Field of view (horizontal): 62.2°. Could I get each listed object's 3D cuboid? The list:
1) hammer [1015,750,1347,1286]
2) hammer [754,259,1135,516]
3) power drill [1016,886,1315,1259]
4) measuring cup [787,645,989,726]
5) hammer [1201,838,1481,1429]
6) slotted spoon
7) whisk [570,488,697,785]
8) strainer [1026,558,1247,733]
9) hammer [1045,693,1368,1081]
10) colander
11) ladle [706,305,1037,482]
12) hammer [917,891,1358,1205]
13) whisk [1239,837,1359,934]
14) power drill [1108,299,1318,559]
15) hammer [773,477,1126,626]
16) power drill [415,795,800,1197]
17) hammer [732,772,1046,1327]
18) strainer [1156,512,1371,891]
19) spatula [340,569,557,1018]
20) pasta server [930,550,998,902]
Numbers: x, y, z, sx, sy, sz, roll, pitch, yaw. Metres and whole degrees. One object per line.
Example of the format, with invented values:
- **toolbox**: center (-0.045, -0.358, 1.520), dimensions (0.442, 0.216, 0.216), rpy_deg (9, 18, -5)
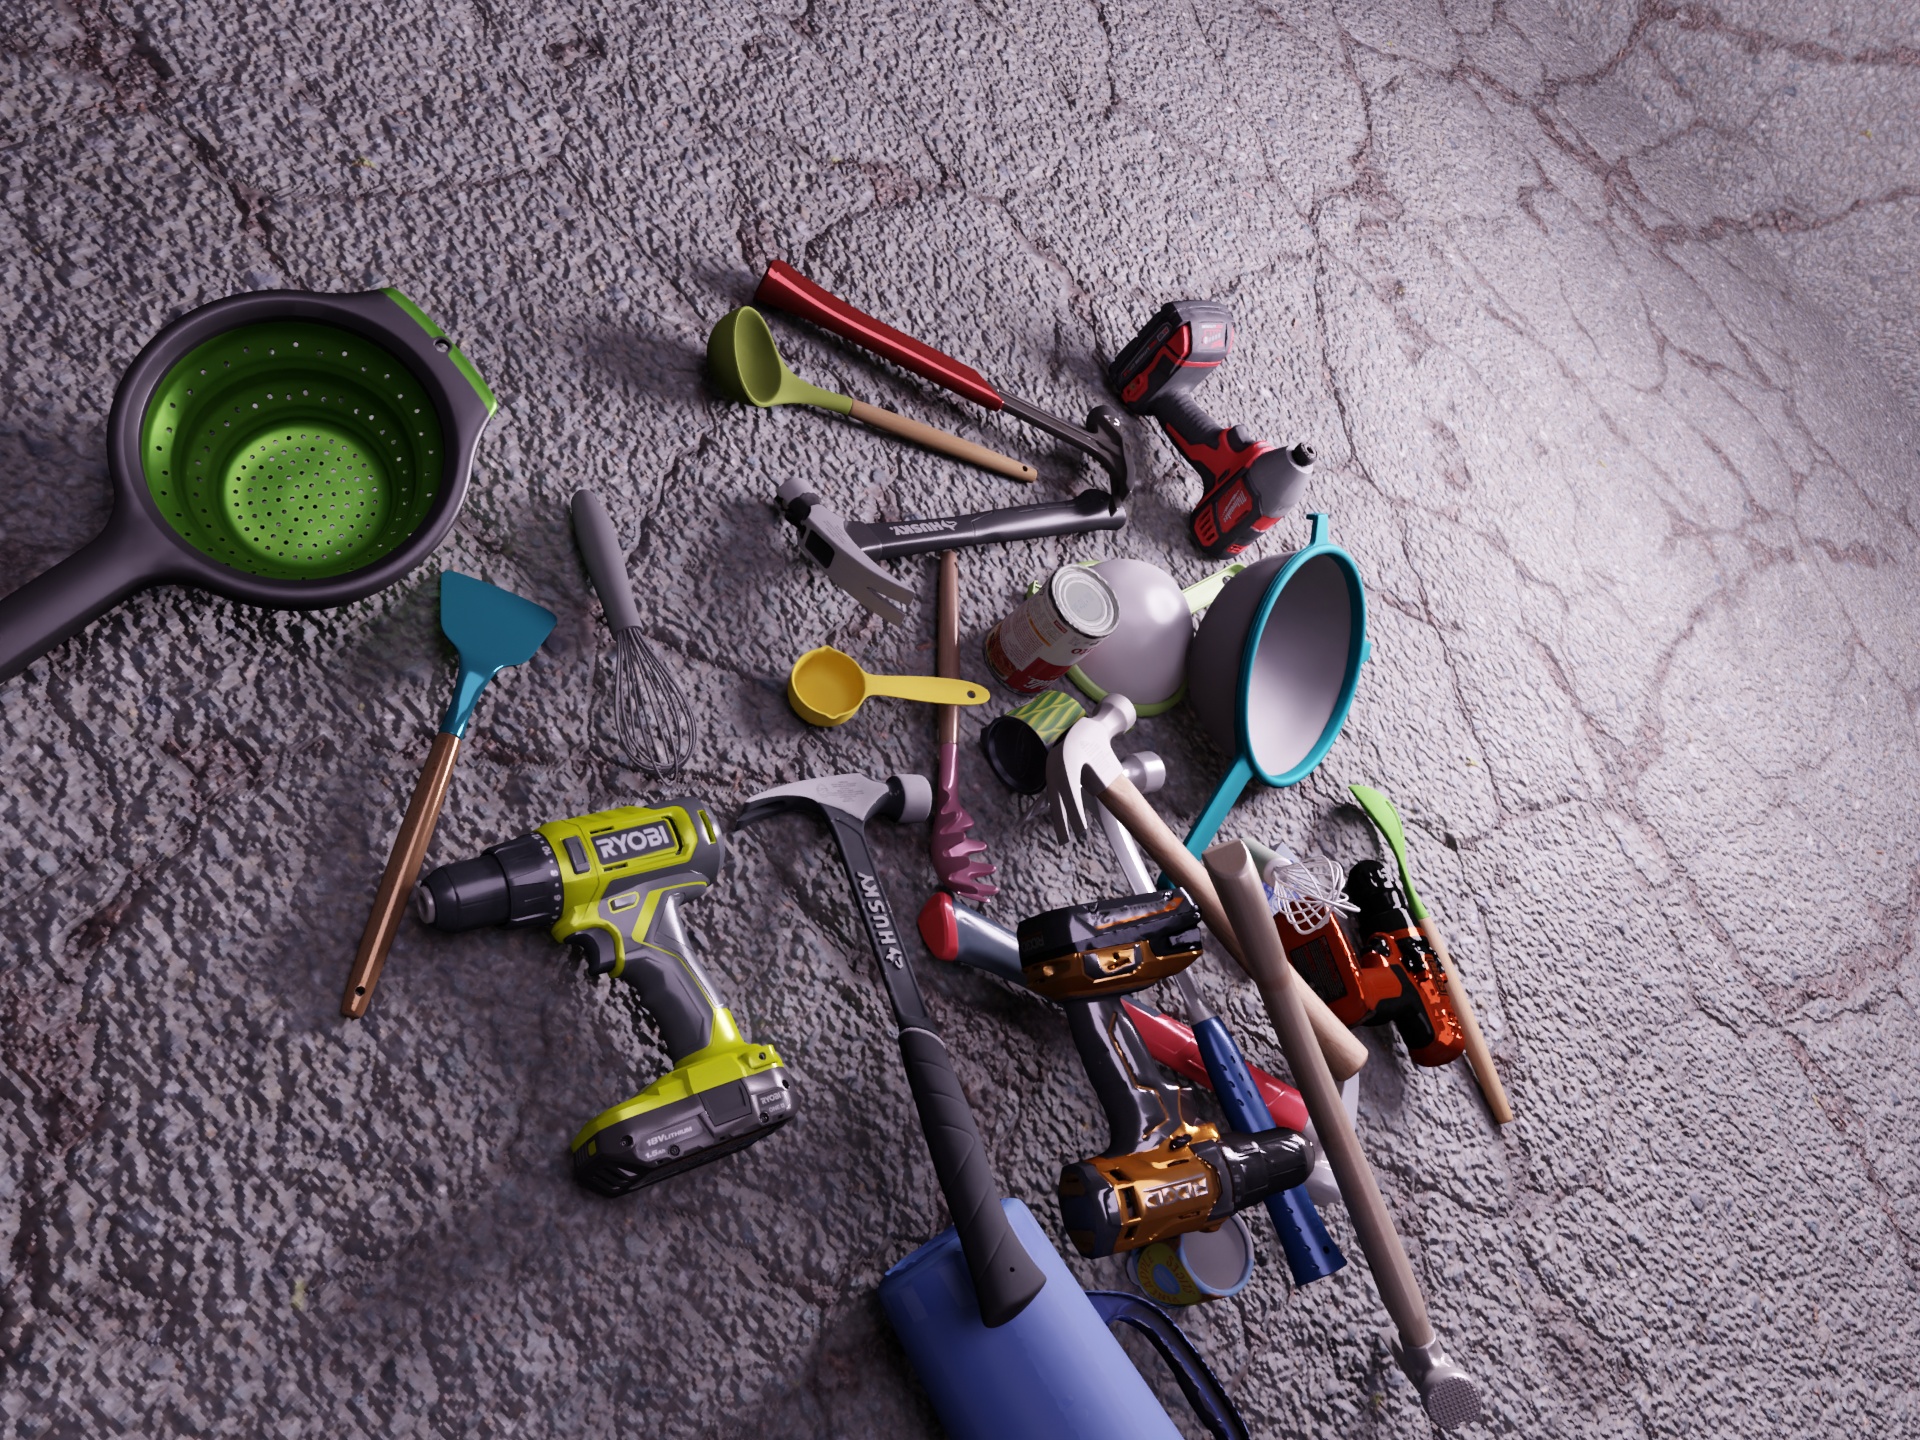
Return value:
- **hammer**: center (0.170, 0.213, 1.170), dimensions (0.144, 0.035, 0.406), rpy_deg (-10, 68, -39)
- **hammer**: center (-0.009, -0.295, 1.373), dimensions (0.359, 0.036, 0.149), rpy_deg (23, 35, -18)
- **power drill**: center (0.141, 0.232, 1.081), dimensions (0.185, 0.084, 0.226), rpy_deg (-6, 77, -24)
- **measuring cup**: center (-0.054, -0.019, 1.194), dimensions (0.156, 0.029, 0.062), rpy_deg (4, 60, -21)
- **hammer**: center (0.258, 0.279, 1.125), dimensions (0.038, 0.146, 0.410), rpy_deg (-22, 89, 0)
- **slotted spoon**: center (0.412, 0.197, 1.385), dimensions (0.070, 0.031, 0.314), rpy_deg (27, 42, -74)
- **whisk**: center (-0.234, -0.063, 1.106), dimensions (0.055, 0.055, 0.239), rpy_deg (-6, 64, -35)
- **strainer**: center (0.187, -0.102, 1.386), dimensions (0.256, 0.069, 0.151), rpy_deg (-27, 81, -38)
- **hammer**: center (0.184, 0.135, 1.183), dimensions (0.331, 0.031, 0.130), rpy_deg (49, 46, 1)
- **colander**: center (-0.468, -0.106, 0.962), dimensions (0.397, 0.094, 0.204), rpy_deg (-42, 91, -23)
- **ladle**: center (-0.064, -0.257, 1.322), dimensions (0.320, 0.062, 0.078), rpy_deg (16, 65, -28)
- **hammer**: center (0.141, 0.219, 1.196), dimensions (0.386, 0.038, 0.143), rpy_deg (31, 50, -15)
- **whisk**: center (0.247, 0.118, 1.219), dimensions (0.059, 0.246, 0.058), rpy_deg (19, 93, -5)
- **power drill**: center (0.239, -0.274, 1.472), dimensions (0.078, 0.143, 0.220), rpy_deg (-11, 69, -39)
- **hammer**: center (0.017, -0.155, 1.312), dimensions (0.334, 0.035, 0.146), rpy_deg (-13, 52, -41)
- **power drill**: center (-0.211, 0.164, 0.973), dimensions (0.190, 0.080, 0.229), rpy_deg (-12, 69, -37)
- **hammer**: center (-0.035, 0.190, 1.021), dimensions (0.149, 0.036, 0.409), rpy_deg (2, 45, -27)
- **strainer**: center (0.225, -0.004, 1.342), dimensions (0.340, 0.095, 0.210), rpy_deg (-56, 139, -20)
- **spatula**: center (-0.331, 0.038, 1.002), dimensions (0.082, 0.044, 0.318), rpy_deg (23, 59, -21)
- **pasta server**: center (-0.002, -0.004, 1.229), dimensions (0.060, 0.040, 0.316), rpy_deg (50, 33, -52)
